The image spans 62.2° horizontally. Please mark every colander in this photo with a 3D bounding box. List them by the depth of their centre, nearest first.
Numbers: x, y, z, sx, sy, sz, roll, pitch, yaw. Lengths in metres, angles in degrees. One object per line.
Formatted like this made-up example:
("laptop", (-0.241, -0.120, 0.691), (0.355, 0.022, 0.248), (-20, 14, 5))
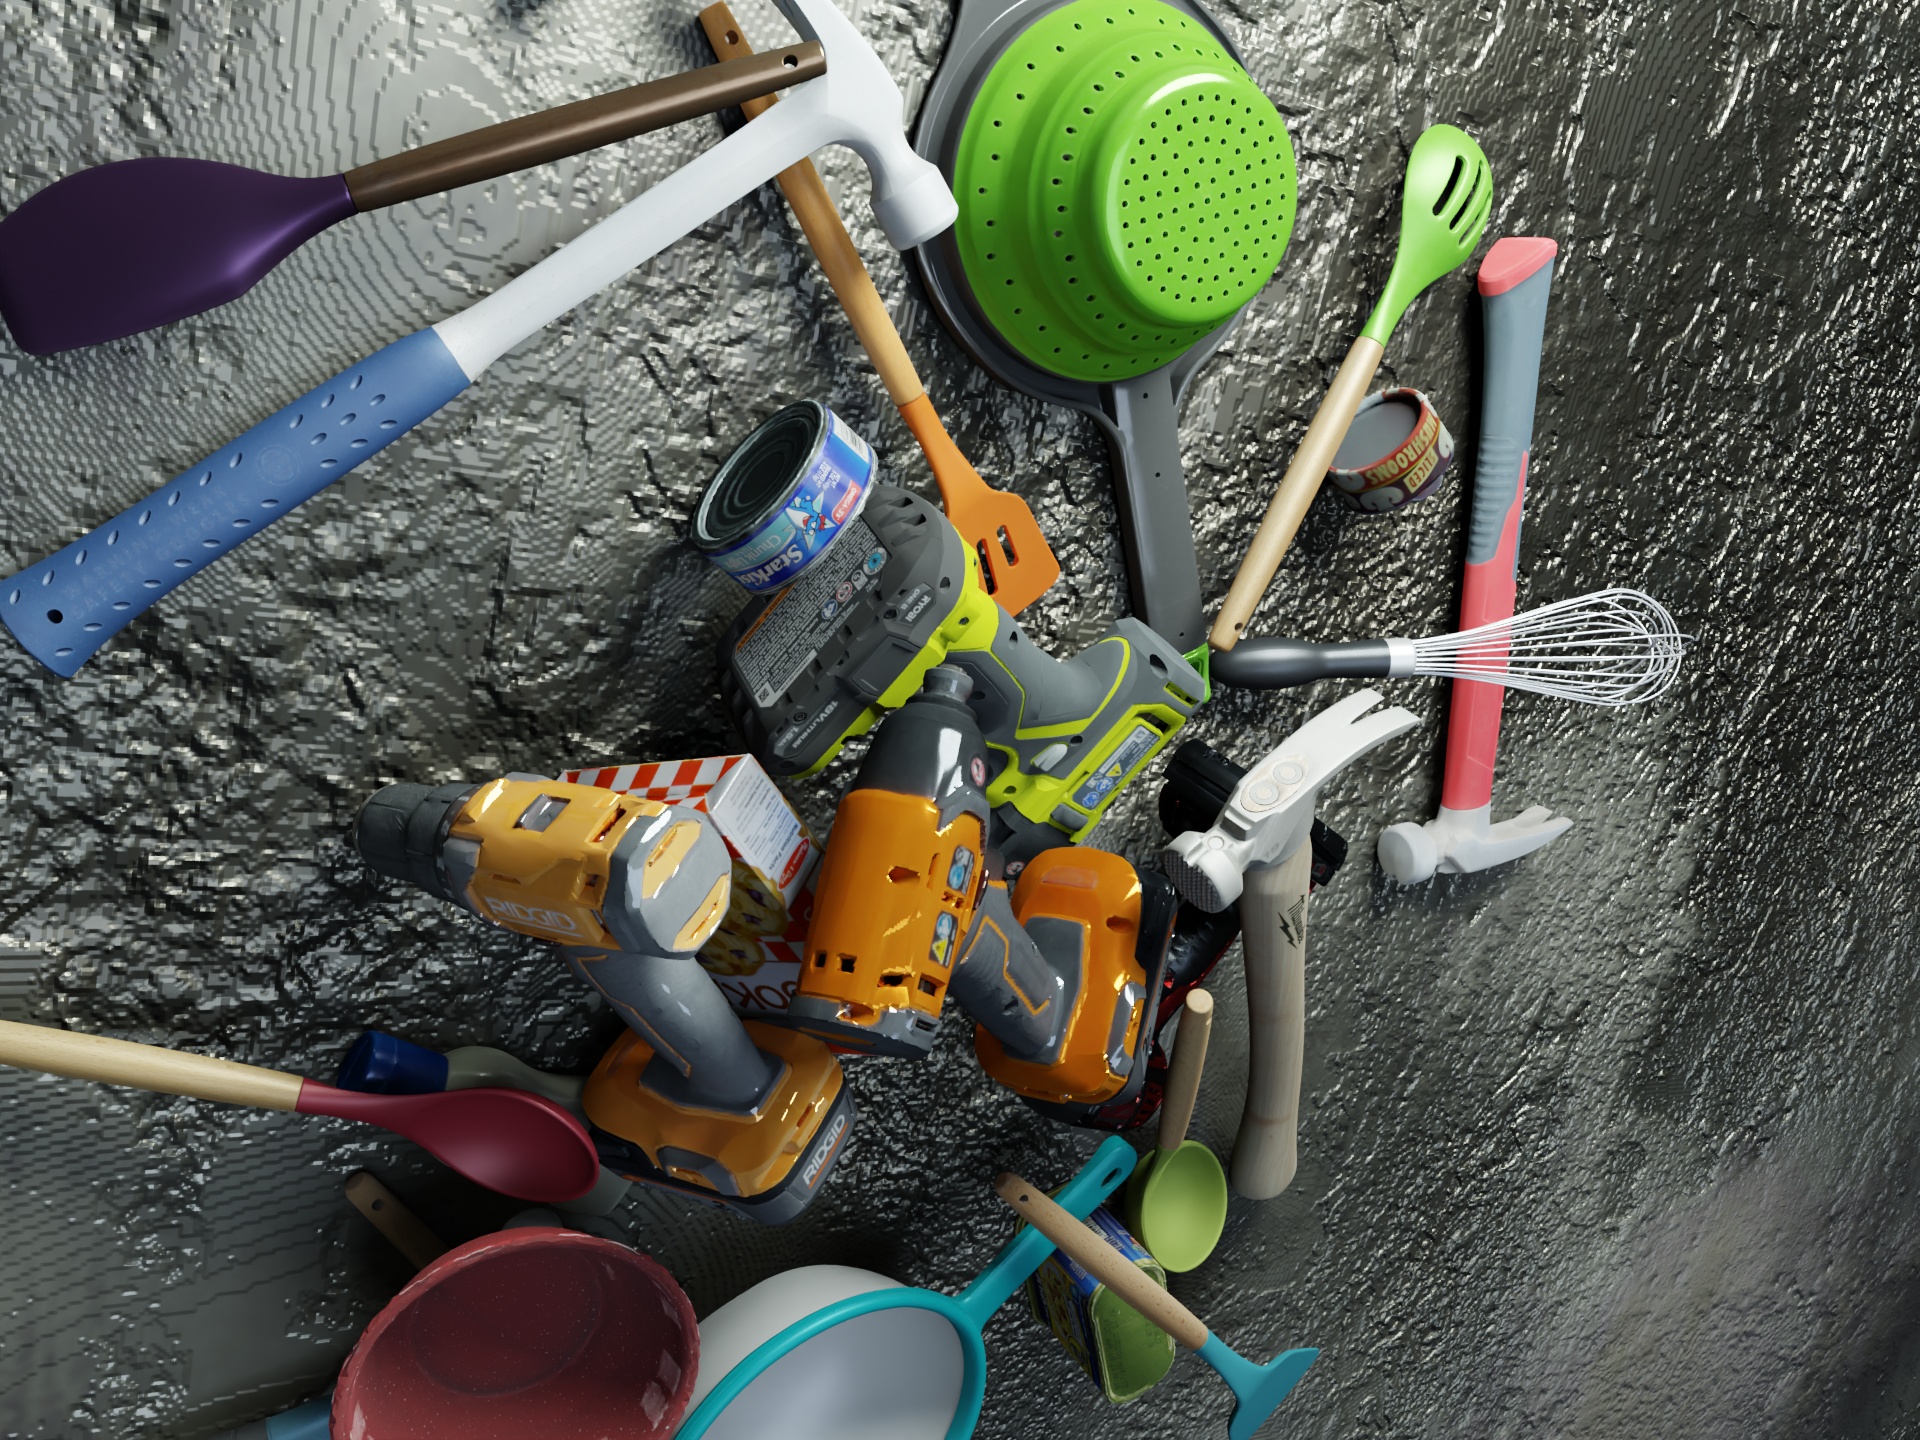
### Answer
("colander", (0.102, -0.170, 0.770), (0.204, 0.095, 0.396), (-23, 118, -20))

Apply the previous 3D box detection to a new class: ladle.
("ladle", (-0.307, 0.155, 0.671), (0.315, 0.031, 0.069), (16, 125, -19))
("ladle", (0.129, 0.227, 0.878), (0.078, 0.062, 0.319), (-54, 159, -28))

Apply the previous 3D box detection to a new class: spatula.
("spatula", (-0.202, -0.206, 0.591), (0.316, 0.018, 0.059), (-18, 100, -6))
("spatula", (-0.039, -0.171, 0.737), (0.081, 0.041, 0.322), (-35, 117, -13))
("spatula", (0.114, 0.336, 0.908), (0.082, 0.044, 0.317), (-47, 119, -6))

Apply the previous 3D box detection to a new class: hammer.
("hammer", (-0.197, -0.157, 0.632), (0.405, 0.035, 0.144), (-36, 115, -9))
("hammer", (-0.335, 0.343, 0.743), (0.331, 0.033, 0.128), (-17, 115, -18))
("hammer", (0.183, 0.155, 0.891), (0.146, 0.038, 0.410), (-37, 143, -21))
("hammer", (0.332, -0.091, 0.961), (0.143, 0.038, 0.386), (-11, 113, -27))

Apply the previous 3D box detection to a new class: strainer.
("strainer", (-0.049, 0.333, 0.879), (0.340, 0.095, 0.210), (-40, 131, -18))

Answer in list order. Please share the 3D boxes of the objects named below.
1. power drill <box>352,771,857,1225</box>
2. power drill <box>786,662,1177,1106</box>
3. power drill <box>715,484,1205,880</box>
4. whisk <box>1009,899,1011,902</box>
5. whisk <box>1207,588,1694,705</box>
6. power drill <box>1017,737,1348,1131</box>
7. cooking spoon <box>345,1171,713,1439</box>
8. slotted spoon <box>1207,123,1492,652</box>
("power drill", (-0.157, 0.114, 0.699), (0.084, 0.185, 0.226), (-56, 139, -37))
("power drill", (0.018, 0.083, 0.719), (0.226, 0.084, 0.164), (35, 64, -53))
("power drill", (-0.001, -0.002, 0.769), (0.171, 0.080, 0.223), (-48, 135, 13))
("whisk", (-0.040, 0.148, 0.843), (0.245, 0.051, 0.047), (-27, 125, -14))
("whisk", (0.279, -0.037, 0.908), (0.284, 0.070, 0.070), (-3, 111, -6))
("power drill", (0.109, 0.128, 0.878), (0.219, 0.079, 0.143), (-56, 146, 3))
("cooking spoon", (-0.217, 0.335, 0.828), (0.069, 0.017, 0.318), (-42, 123, -20))
("slotted spoon", (0.207, -0.176, 0.842), (0.070, 0.031, 0.314), (30, 85, -37))
